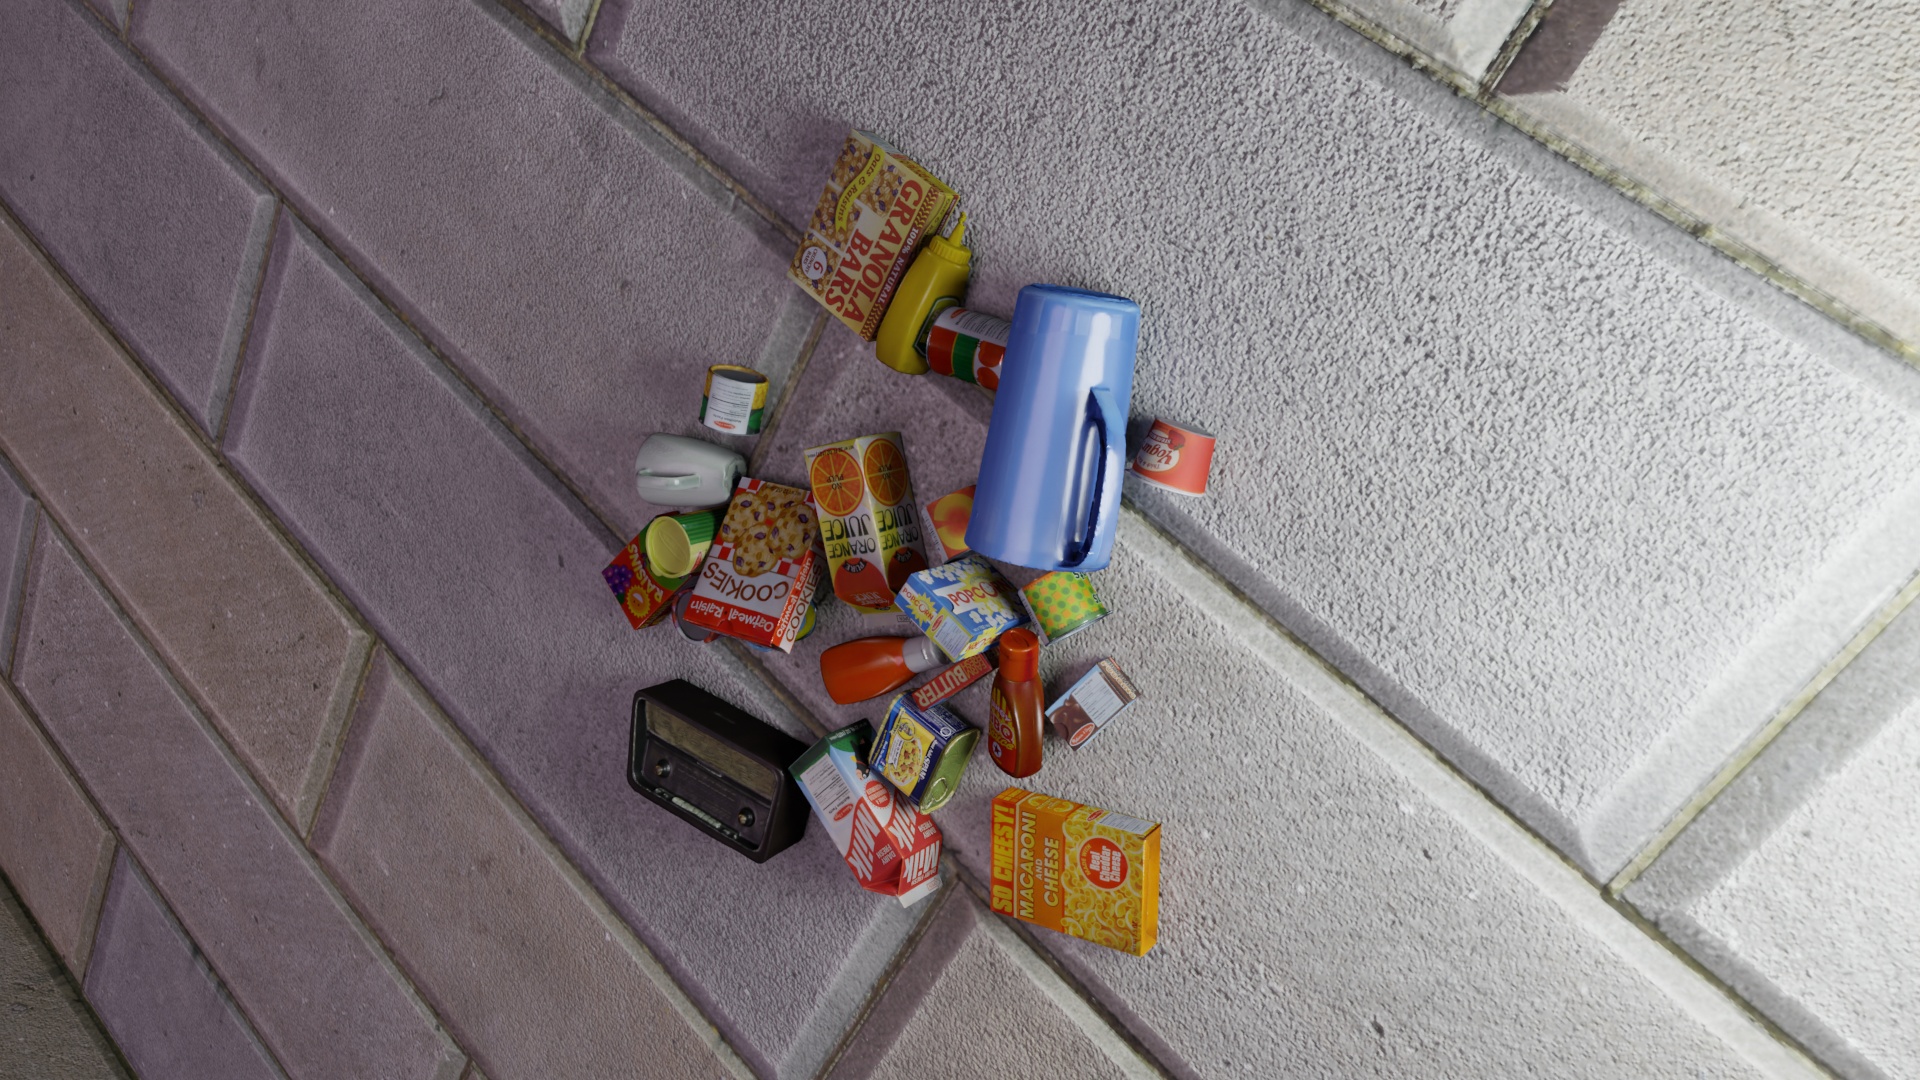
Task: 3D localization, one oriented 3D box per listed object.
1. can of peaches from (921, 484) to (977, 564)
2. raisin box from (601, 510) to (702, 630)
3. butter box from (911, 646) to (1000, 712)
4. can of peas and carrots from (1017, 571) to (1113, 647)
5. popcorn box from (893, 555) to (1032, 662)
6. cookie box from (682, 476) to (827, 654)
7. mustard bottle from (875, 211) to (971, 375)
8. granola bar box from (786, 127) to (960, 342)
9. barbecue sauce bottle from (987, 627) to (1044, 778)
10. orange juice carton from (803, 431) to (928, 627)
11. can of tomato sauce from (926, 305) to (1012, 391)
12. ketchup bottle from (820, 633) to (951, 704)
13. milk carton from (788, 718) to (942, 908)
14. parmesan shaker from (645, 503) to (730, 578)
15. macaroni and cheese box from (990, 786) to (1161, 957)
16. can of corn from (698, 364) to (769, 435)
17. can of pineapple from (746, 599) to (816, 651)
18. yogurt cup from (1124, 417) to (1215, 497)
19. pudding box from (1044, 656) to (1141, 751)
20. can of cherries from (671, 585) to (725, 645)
[{"bbox_3d":[0.005,-0.017,1.335,0.071,0.071,0.058,-28,83,35],"label":"can of peaches"},{"bbox_3d":[-0.351,0.035,1.602,0.123,0.040,0.086,-40,77,32],"label":"raisin box"},{"bbox_3d":[0.004,0.132,1.371,0.103,0.053,0.024,-36,81,34],"label":"butter box"},{"bbox_3d":[0.097,0.057,1.287,0.070,0.071,0.059,-33,80,34],"label":"can of peas and carrots"},{"bbox_3d":[0.007,0.062,1.310,0.085,0.127,0.038,45,117,19],"label":"popcorn box"},{"bbox_3d":[-0.205,0.024,1.449,0.123,0.040,0.168,12,74,31],"label":"cookie box"},{"bbox_3d":[-0.027,-0.235,1.314,0.049,0.065,0.159,36,114,28],"label":"mustard bottle"},{"bbox_3d":[-0.087,-0.297,1.356,0.124,0.039,0.164,41,119,22],"label":"granola bar box"},{"bbox_3d":[0.054,0.152,1.319,0.065,0.044,0.147,44,142,47],"label":"barbecue sauce bottle"},{"bbox_3d":[-0.090,-0.008,1.395,0.071,0.073,0.192,-10,94,35],"label":"orange juice carton"},{"bbox_3d":[0.021,-0.175,1.291,0.083,0.071,0.071,21,111,29],"label":"can of tomato sauce"},{"bbox_3d":[-0.076,0.126,1.430,0.148,0.044,0.064,-18,90,35],"label":"ketchup bottle"},{"bbox_3d":[-0.089,0.291,1.455,0.073,0.072,0.191,-43,74,32],"label":"milk carton"},{"bbox_3d":[-0.282,0.001,1.509,0.071,0.103,0.071,7,103,33],"label":"parmesan shaker"},{"bbox_3d":[0.110,0.318,1.344,0.166,0.040,0.123,8,104,32],"label":"macaroni and cheese box"},{"bbox_3d":[-0.240,-0.150,1.475,0.071,0.071,0.058,26,112,28],"label":"can of corn"},{"bbox_3d":[-0.198,0.084,1.496,0.071,0.058,0.071,8,104,33],"label":"can of pineapple"},{"bbox_3d":[0.186,-0.073,1.201,0.072,0.072,0.053,24,104,28],"label":"yogurt cup"},{"bbox_3d":[0.124,0.154,1.308,0.050,0.030,0.083,51,122,14],"label":"pudding box"},{"bbox_3d":[-0.279,0.077,1.549,0.071,0.058,0.071,8,104,33],"label":"can of cherries"}]
